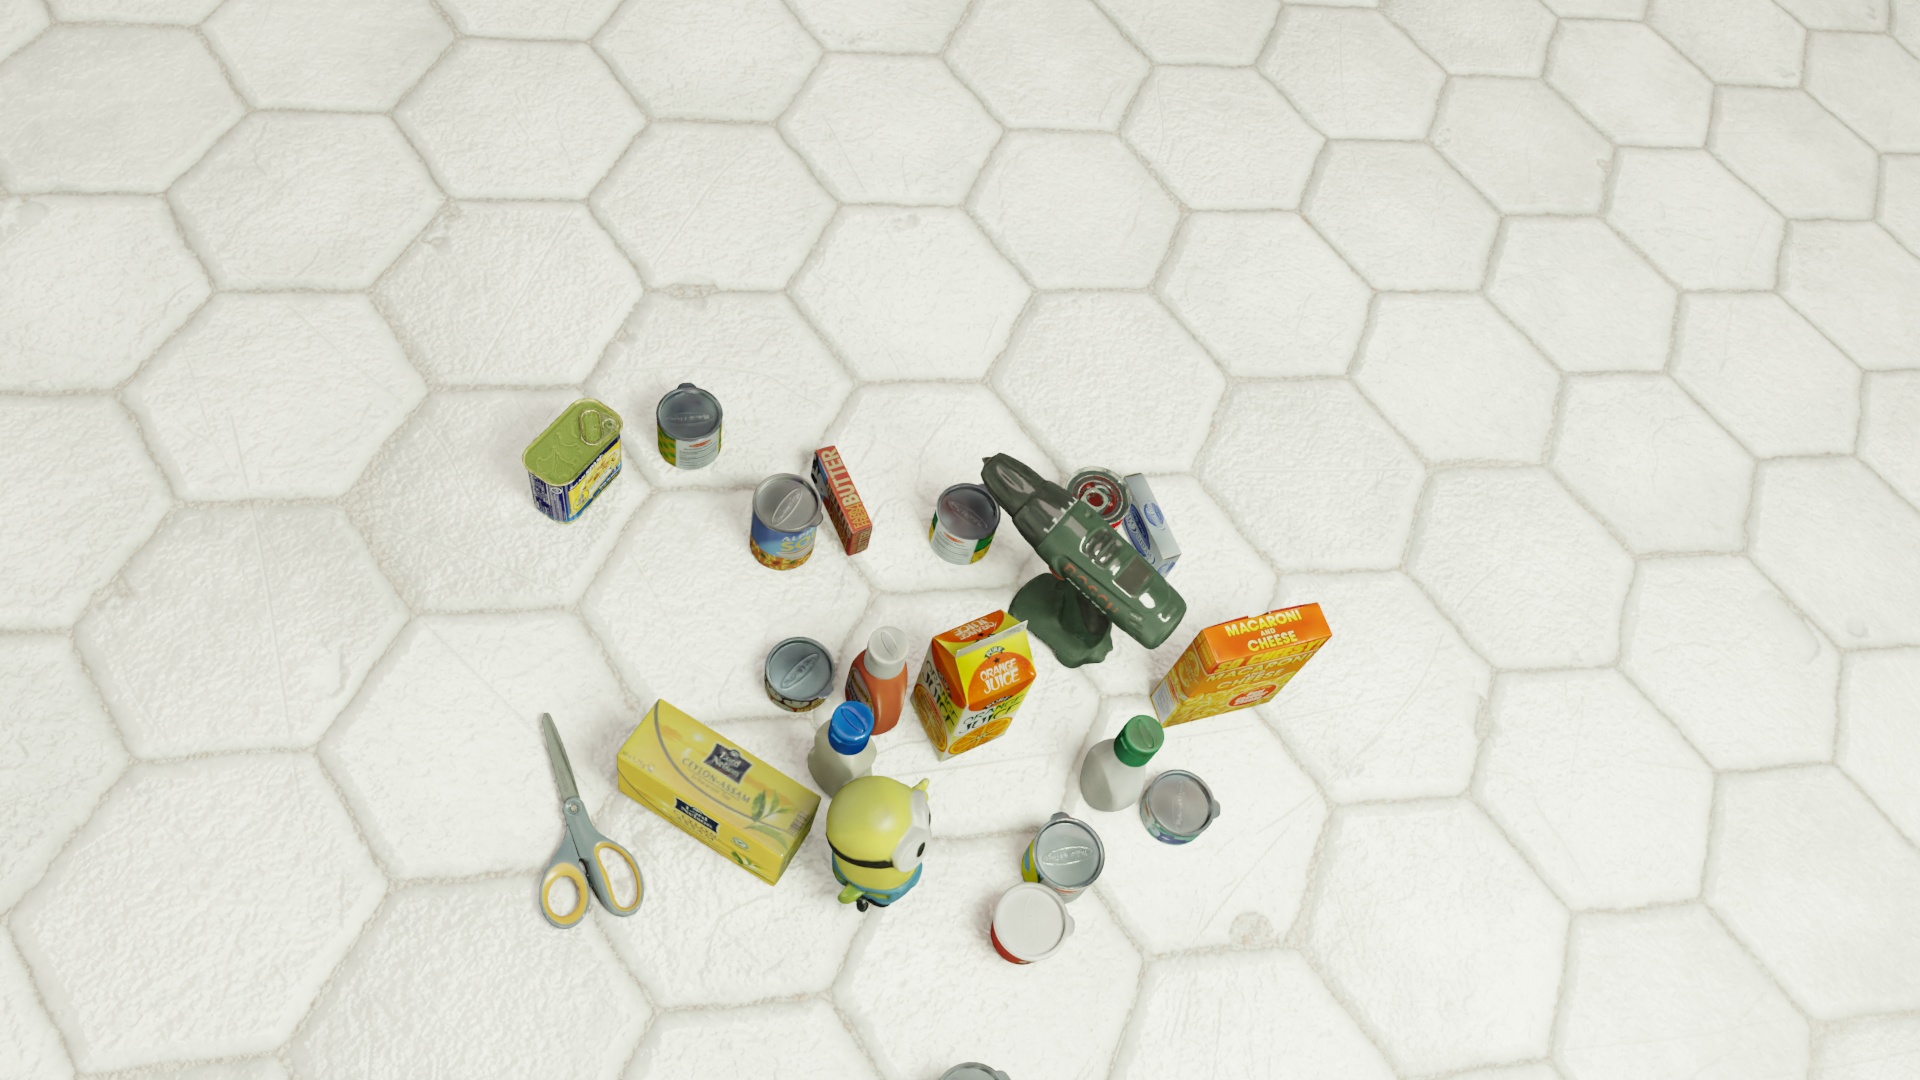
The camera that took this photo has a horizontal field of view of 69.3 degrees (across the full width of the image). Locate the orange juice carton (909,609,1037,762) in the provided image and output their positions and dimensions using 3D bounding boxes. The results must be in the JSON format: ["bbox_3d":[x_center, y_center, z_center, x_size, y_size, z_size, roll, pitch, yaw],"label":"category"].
[{"bbox_3d":[0.012,0.126,1.261,0.072,0.191,0.073,-20,67,-21],"label":"orange juice carton"}]

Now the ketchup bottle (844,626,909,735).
[{"bbox_3d":[-0.074,0.125,1.270,0.044,0.148,0.065,-23,68,-22],"label":"ketchup bottle"}]

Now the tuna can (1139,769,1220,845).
[{"bbox_3d":[0.208,0.254,1.320,0.071,0.032,0.071,5,60,-8],"label":"tuna can"}]

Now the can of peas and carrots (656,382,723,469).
[{"bbox_3d":[-0.277,-0.116,1.418,0.071,0.058,0.071,5,60,-8],"label":"can of peas and carrots"}]

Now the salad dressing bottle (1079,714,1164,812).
[{"bbox_3d":[0.148,0.203,1.270,0.044,0.147,0.064,-15,65,-18],"label":"salad dressing bottle"}]

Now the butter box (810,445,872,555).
[{"bbox_3d":[-0.121,-0.040,1.409,0.024,0.053,0.104,-18,66,-20],"label":"butter box"}]

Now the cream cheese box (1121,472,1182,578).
[{"bbox_3d":[0.194,-0.014,1.456,0.024,0.053,0.104,-14,65,-18],"label":"cream cheese box"}]

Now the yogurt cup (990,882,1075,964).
[{"bbox_3d":[0.058,0.342,1.228,0.072,0.053,0.073,5,60,-8],"label":"yogurt cup"}]

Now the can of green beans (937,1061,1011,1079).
[{"bbox_3d":[0.005,0.469,1.144,0.071,0.057,0.071,5,60,-8],"label":"can of green beans"}]

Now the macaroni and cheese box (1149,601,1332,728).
[{"bbox_3d":[0.264,0.120,1.329,0.124,0.165,0.040,-11,64,-17],"label":"macaroni and cheese box"}]

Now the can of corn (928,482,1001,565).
[{"bbox_3d":[0.005,-0.018,1.418,0.071,0.058,0.071,5,60,-8],"label":"can of corn"}]

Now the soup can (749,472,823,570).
[{"bbox_3d":[-0.171,-0.015,1.368,0.071,0.083,0.071,5,60,-8],"label":"soup can"}]

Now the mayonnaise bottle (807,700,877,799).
[{"bbox_3d":[-0.102,0.186,1.230,0.065,0.147,0.041,43,62,13],"label":"mayonnaise bottle"}]

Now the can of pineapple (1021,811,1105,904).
[{"bbox_3d":[0.093,0.290,1.262,0.071,0.057,0.071,5,60,-8],"label":"can of pineapple"}]

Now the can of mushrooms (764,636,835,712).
[{"bbox_3d":[-0.152,0.129,1.319,0.071,0.033,0.071,5,60,-8],"label":"can of mushrooms"}]
